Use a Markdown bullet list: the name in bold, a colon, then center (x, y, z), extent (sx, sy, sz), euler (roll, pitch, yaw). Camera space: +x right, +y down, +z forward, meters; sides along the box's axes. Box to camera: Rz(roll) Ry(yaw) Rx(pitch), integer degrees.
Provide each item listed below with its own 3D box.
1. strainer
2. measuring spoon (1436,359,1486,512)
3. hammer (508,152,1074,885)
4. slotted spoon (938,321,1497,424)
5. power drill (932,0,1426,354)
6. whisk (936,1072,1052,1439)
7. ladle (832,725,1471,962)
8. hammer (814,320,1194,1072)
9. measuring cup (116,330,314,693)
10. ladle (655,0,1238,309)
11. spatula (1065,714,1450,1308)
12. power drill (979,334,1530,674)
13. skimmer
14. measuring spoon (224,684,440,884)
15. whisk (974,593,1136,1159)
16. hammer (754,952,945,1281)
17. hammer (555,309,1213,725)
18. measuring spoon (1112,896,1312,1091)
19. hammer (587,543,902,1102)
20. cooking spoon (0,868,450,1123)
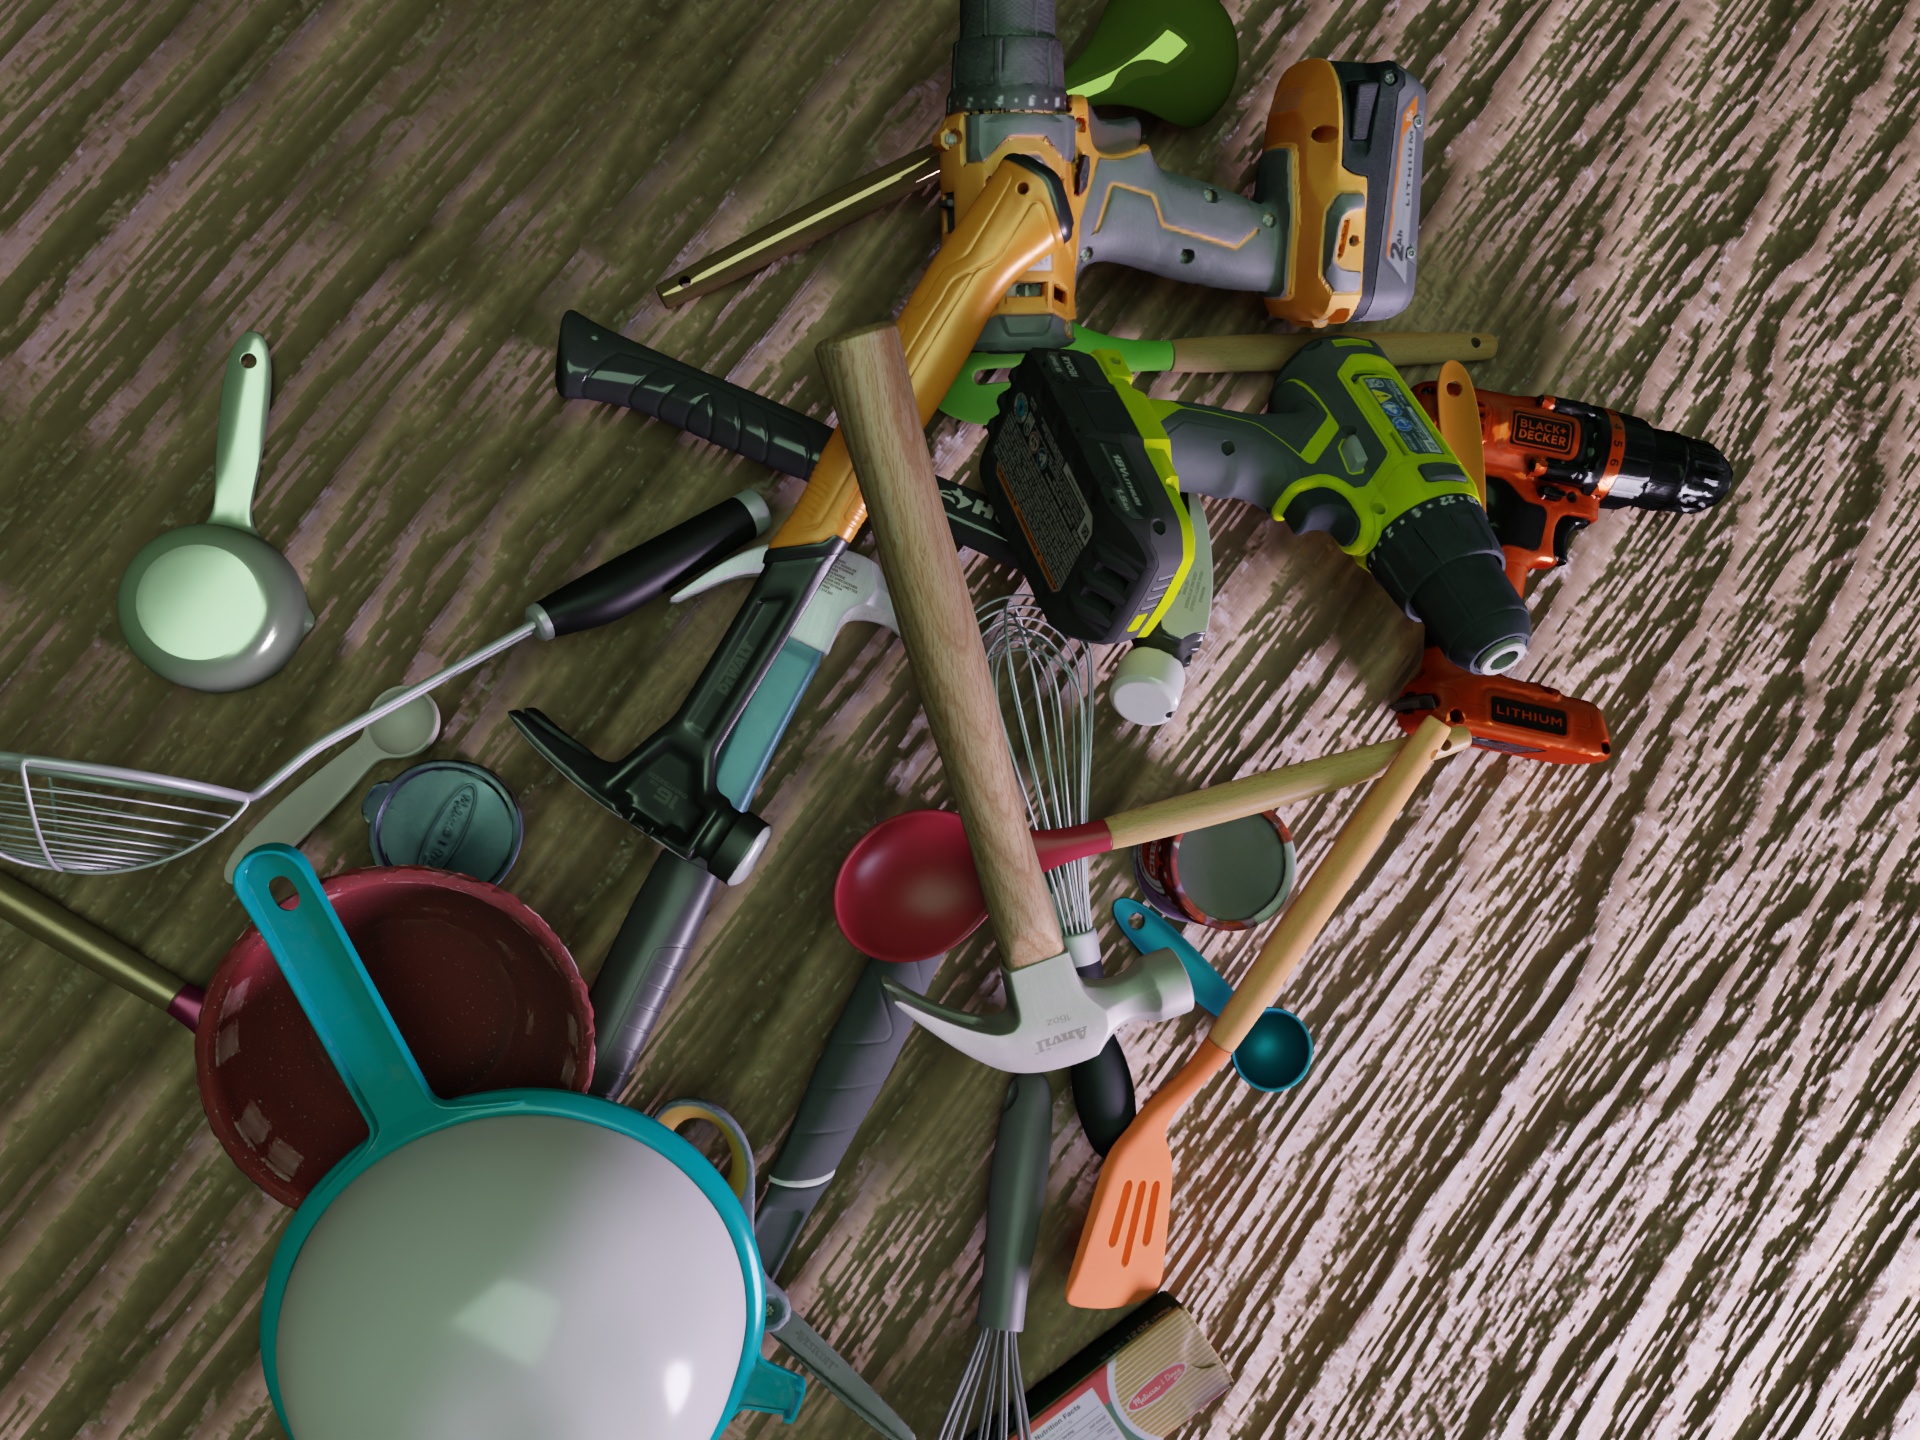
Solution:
- **strainer**: center (-0.207, 0.209, 0.634), extent (0.211, 0.095, 0.340), euler (-24, 104, -6)
- **measuring spoon**: center (0.250, -0.123, 0.792), extent (0.021, 0.011, 0.117), euler (-3, 81, -4)
- **hammer**: center (-0.062, -0.099, 0.696), extent (0.127, 0.034, 0.337), euler (33, 95, 4)
- **slotted spoon**: center (0.131, -0.190, 0.814), extent (0.313, 0.031, 0.070), euler (-4, 84, -12)
- **power drill**: center (0.098, -0.268, 0.741), extent (0.226, 0.084, 0.185), euler (-5, 106, -14)
- **whisk**: center (0.019, 0.284, 0.748), extent (0.055, 0.055, 0.239), euler (12, 72, -10)
- **ladle**: center (0.092, 0.045, 0.738), extent (0.315, 0.031, 0.069), euler (-14, 103, -9)
- **hammer**: center (-0.001, -0.002, 0.679), extent (0.130, 0.031, 0.331), euler (-19, 103, -10)
- **measuring cup**: center (-0.332, -0.096, 0.714), extent (0.083, 0.038, 0.167), euler (7, 89, -11)
- **ladle**: center (-0.004, -0.278, 0.789), extent (0.320, 0.062, 0.078), euler (-28, 91, -4)
- **spatula**: center (0.144, 0.140, 0.757), extent (0.081, 0.041, 0.322), euler (21, 104, -49)
- **power drill**: center (0.141, -0.096, 0.728), extent (0.228, 0.080, 0.191), euler (-5, 55, -26)
- **skimmer**: center (-0.251, -0.040, 0.691), extent (0.363, 0.127, 0.090), euler (-32, 99, -24)
- **measuring spoon**: center (-0.288, 0.032, 0.733), extent (0.124, 0.018, 0.034), euler (-42, 75, -3)
- **whisk**: center (0.051, 0.079, 0.775), extent (0.070, 0.070, 0.284), euler (-13, 95, -11)
- **hammer**: center (-0.089, 0.231, 0.753), extent (0.149, 0.036, 0.409), euler (28, 83, -8)
- **hammer**: center (-0.036, -0.117, 0.754), extent (0.335, 0.035, 0.146), euler (23, 49, -1)
- **measuring spoon**: center (0.124, 0.136, 0.808), extent (0.128, 0.021, 0.042), euler (44, 82, 3)
- **hammer**: center (-0.125, 0.067, 0.751), extent (0.128, 0.033, 0.331), euler (26, 84, -10)
- **cooking spoon**: center (-0.372, 0.110, 0.710), extent (0.318, 0.017, 0.069), euler (34, 78, -8)
